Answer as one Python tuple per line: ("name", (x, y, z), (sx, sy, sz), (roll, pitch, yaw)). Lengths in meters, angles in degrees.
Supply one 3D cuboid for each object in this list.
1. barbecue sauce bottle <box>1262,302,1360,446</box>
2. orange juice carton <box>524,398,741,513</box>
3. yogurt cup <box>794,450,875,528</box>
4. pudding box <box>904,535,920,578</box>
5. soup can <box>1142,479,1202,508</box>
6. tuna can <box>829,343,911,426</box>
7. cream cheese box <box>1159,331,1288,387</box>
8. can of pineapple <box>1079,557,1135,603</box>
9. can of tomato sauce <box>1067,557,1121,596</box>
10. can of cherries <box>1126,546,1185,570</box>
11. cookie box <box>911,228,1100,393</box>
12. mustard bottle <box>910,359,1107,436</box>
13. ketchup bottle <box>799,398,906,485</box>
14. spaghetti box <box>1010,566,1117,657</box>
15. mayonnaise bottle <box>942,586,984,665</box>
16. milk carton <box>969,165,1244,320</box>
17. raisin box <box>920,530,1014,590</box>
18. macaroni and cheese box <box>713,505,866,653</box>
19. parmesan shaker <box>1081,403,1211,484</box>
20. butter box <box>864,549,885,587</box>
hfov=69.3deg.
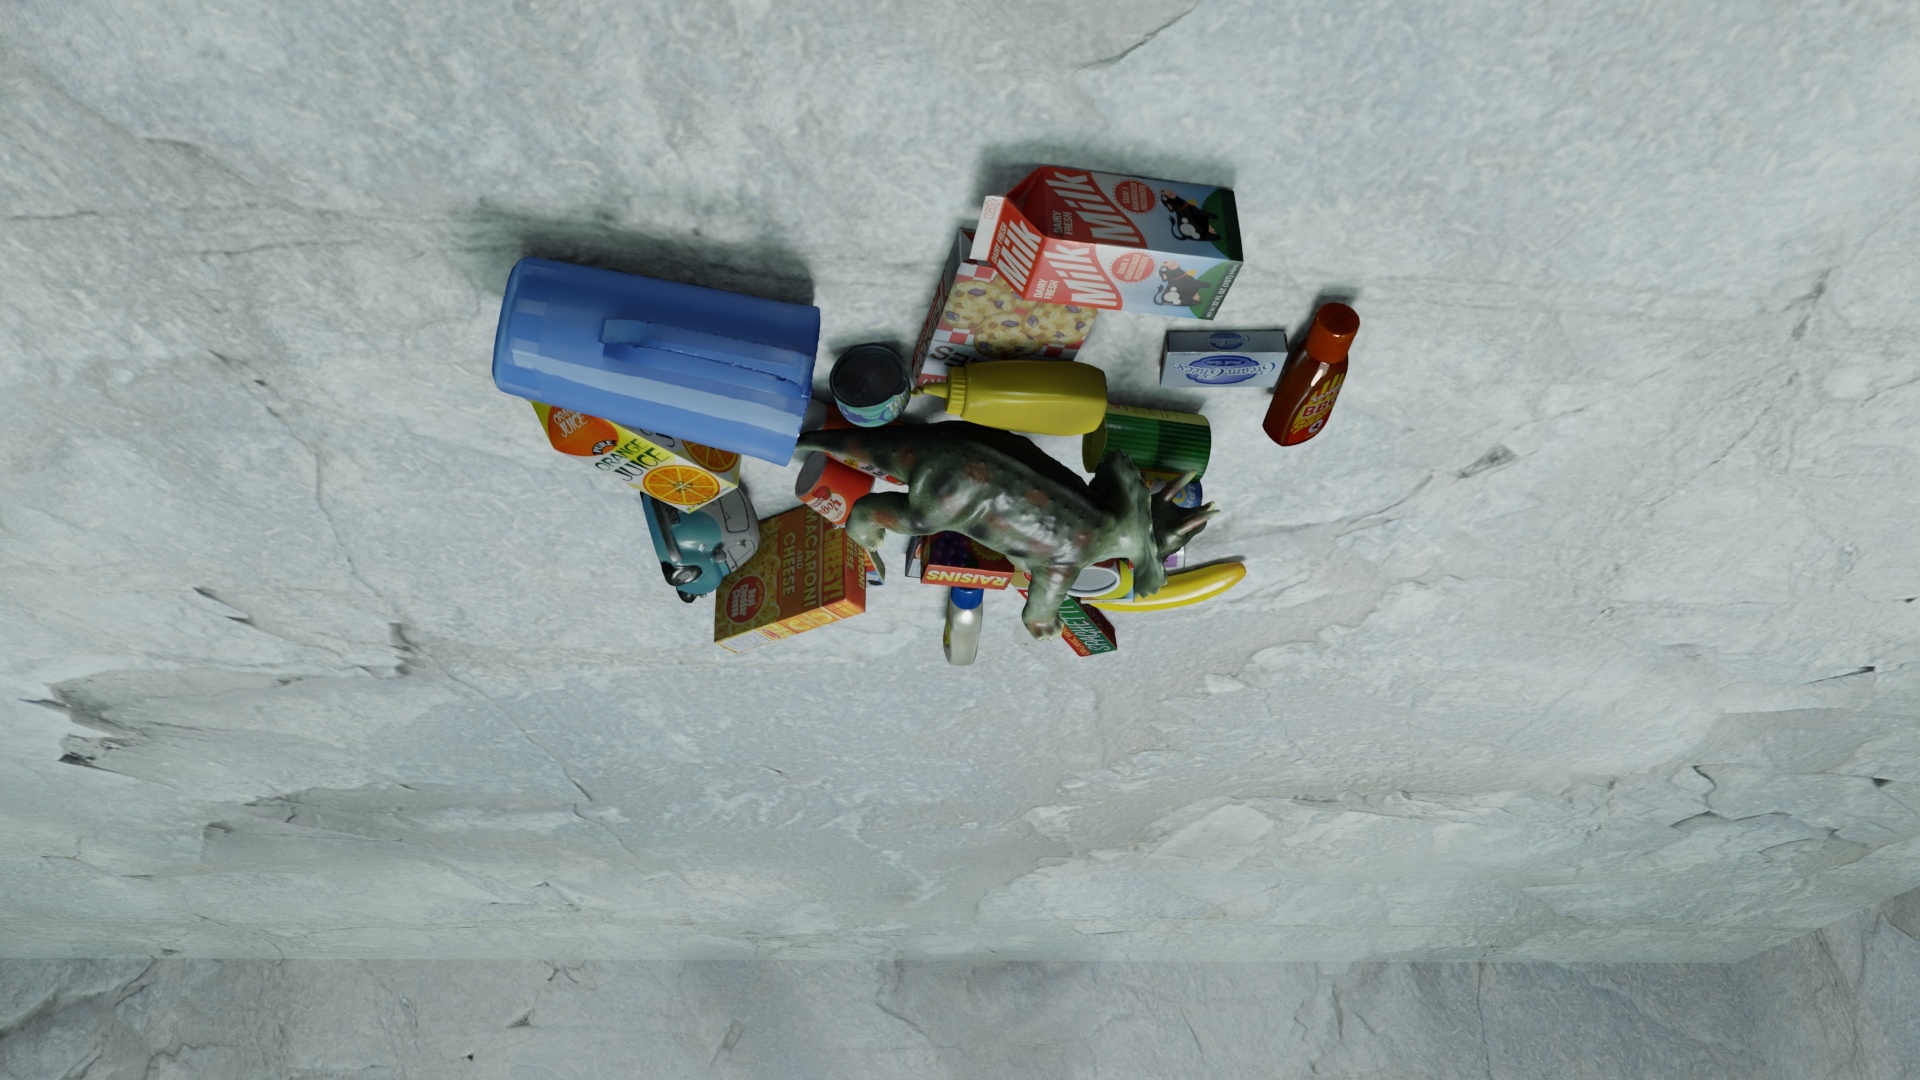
("barbecue sauce bottle", (0.305, -0.143, 1.197), (0.065, 0.044, 0.147), (-29, 154, -19))
("orange juice carton", (-0.288, -0.101, 1.226), (0.071, 0.073, 0.192), (-25, 142, 35))
("yogurt cup", (-0.121, -0.054, 1.325), (0.054, 0.073, 0.072), (29, 139, -28))
("pudding box", (-0.028, 0.010, 1.469), (0.050, 0.030, 0.083), (6, 149, -10))
("soup can", (0.183, -0.045, 1.342), (0.084, 0.071, 0.071), (18, 145, -29))
("tuna can", (-0.074, -0.131, 1.186), (0.071, 0.071, 0.032), (-6, 151, 8))
("cream cheese box", (0.226, -0.156, 1.200), (0.104, 0.024, 0.053), (-1, 151, -1))
("can of pineapple", (0.156, 0.032, 1.482), (0.058, 0.071, 0.070), (-2, 150, 2))
("can of tomato sauce", (0.130, 0.006, 1.417), (0.071, 0.083, 0.071), (-1, 150, 0))
("can of cherries", (0.198, -0.006, 1.419), (0.058, 0.072, 0.071), (-3, 150, 5))
("cookie box", (0.038, -0.178, 1.140), (0.123, 0.040, 0.166), (6, 148, -13))
("mustard bottle", (0.039, -0.121, 1.145), (0.160, 0.049, 0.065), (4, 151, -9))
("ketchup bottle", (-0.100, -0.096, 1.271), (0.149, 0.044, 0.064), (20, 144, -32))
("spaghetti box", (0.114, 0.071, 1.581), (0.050, 0.029, 0.249), (-14, 147, 21))
("mayonnaise bottle", (0.004, 0.082, 1.566), (0.041, 0.065, 0.147), (-1, 146, -5))
("milk carton", (0.106, -0.222, 1.032), (0.191, 0.074, 0.072), (4, 149, -9))
("raisin box", (0.005, -0.017, 1.332), (0.086, 0.124, 0.040), (6, 148, -13))
("macaroni and cheese box", (-0.173, 0.033, 1.411), (0.166, 0.124, 0.040), (-18, 148, 27))
("parmesan shaker", (0.170, -0.088, 1.268), (0.103, 0.071, 0.071), (6, 149, -12))
("butter box", (-0.117, 0.018, 1.486), (0.053, 0.024, 0.103), (-7, 150, 9))
